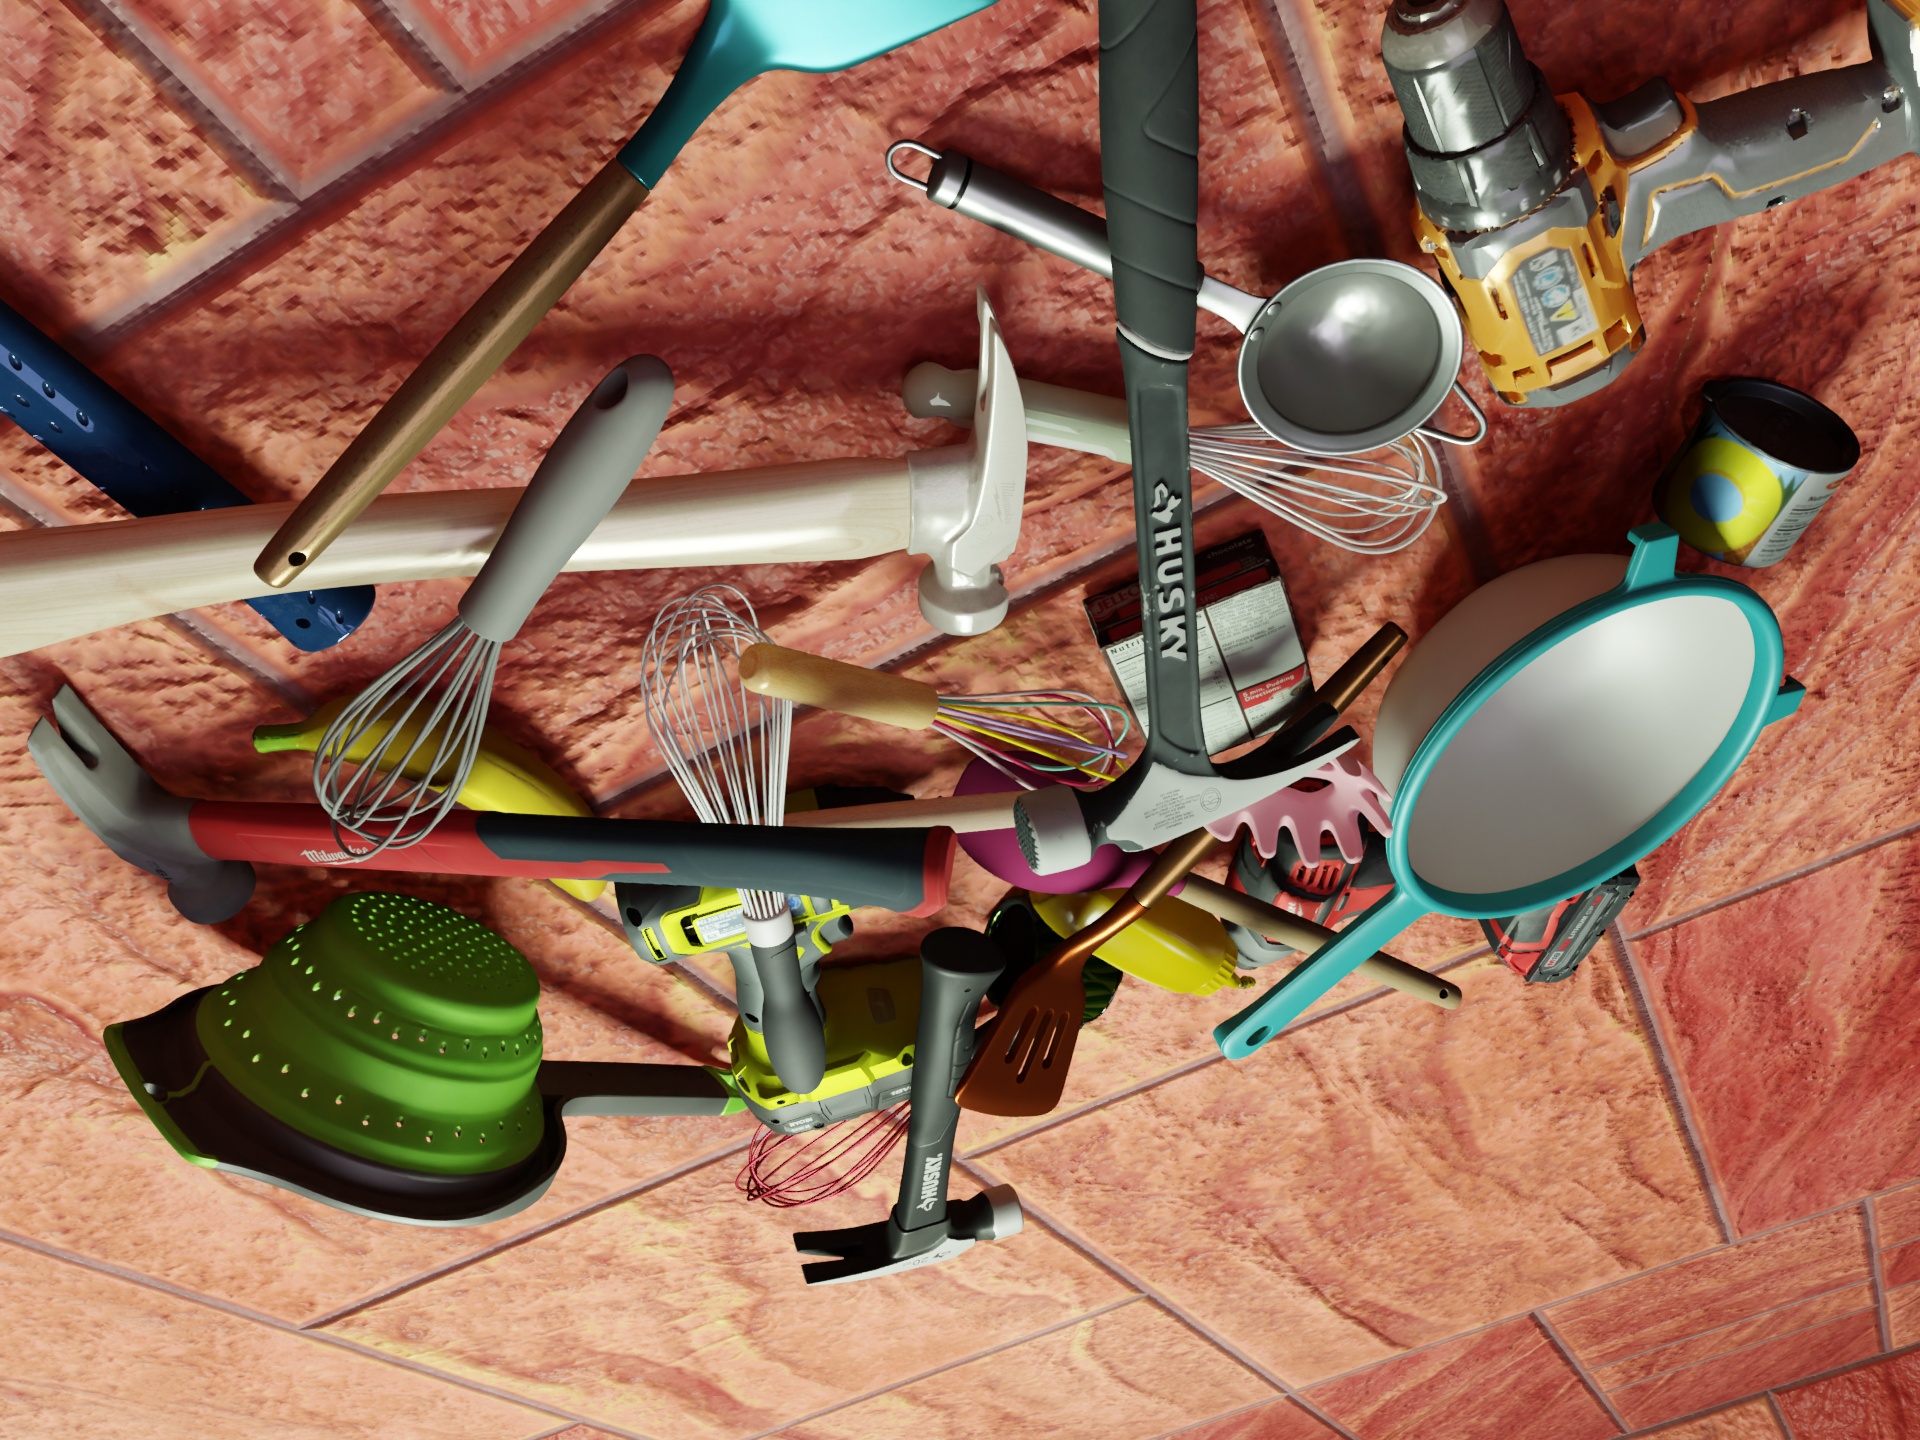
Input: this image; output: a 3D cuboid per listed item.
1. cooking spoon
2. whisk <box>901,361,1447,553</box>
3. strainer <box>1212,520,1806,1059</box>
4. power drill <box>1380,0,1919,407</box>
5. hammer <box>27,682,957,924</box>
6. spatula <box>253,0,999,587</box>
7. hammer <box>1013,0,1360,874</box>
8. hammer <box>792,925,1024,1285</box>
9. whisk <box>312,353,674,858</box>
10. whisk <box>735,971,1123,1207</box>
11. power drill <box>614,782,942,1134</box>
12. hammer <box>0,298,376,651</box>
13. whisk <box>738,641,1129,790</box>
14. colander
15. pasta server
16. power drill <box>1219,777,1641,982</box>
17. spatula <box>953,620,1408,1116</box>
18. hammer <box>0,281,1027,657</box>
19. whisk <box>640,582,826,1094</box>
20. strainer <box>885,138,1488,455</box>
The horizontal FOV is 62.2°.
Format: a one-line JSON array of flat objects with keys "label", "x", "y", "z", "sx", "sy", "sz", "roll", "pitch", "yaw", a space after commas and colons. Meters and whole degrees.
[{"label": "cooking spoon", "x": 0.138, "y": 0.095, "z": 0.842, "sx": 0.318, "sy": 0.017, "sz": 0.069, "roll": 23, "pitch": 89, "yaw": -17}, {"label": "whisk", "x": 0.094, "y": -0.113, "z": 0.657, "sx": 0.246, "sy": 0.058, "sz": 0.059, "roll": 8, "pitch": 100, "yaw": -17}, {"label": "strainer", "x": 0.241, "y": 0.036, "z": 0.804, "sx": 0.340, "sy": 0.095, "sz": 0.210, "roll": -45, "pitch": 134, "yaw": 18}, {"label": "power drill", "x": 0.266, "y": -0.223, "z": 0.552, "sx": 0.226, "sy": 0.084, "sz": 0.185, "roll": -25, "pitch": 139, "yaw": 21}, {"label": "hammer", "x": -0.195, "y": 0.044, "z": 0.676, "sx": 0.386, "sy": 0.038, "sz": 0.143, "roll": 1, "pitch": 142, "yaw": 12}, {"label": "spatula", "x": -0.121, "y": -0.154, "z": 0.513, "sx": 0.317, "sy": 0.044, "sz": 0.082, "roll": -45, "pitch": 137, "yaw": 7}, {"label": "hammer", "x": 0.077, "y": -0.120, "z": 0.575, "sx": 0.149, "sy": 0.036, "sz": 0.408, "roll": -14, "pitch": 126, "yaw": -10}, {"label": "hammer", "x": -0.020, "y": 0.226, "z": 0.904, "sx": 0.146, "sy": 0.035, "sz": 0.334, "roll": -11, "pitch": 139, "yaw": -16}, {"label": "whisk", "x": -0.168, "y": -0.035, "z": 0.567, "sx": 0.055, "sy": 0.055, "sz": 0.239, "roll": 22, "pitch": 122, "yaw": -34}, {"label": "whisk", "x": -0.023, "y": 0.229, "z": 1.014, "sx": 0.296, "sy": 0.073, "sz": 0.073, "roll": -33, "pitch": 137, "yaw": 12}, {"label": "power drill", "x": -0.073, "y": 0.127, "z": 0.866, "sx": 0.171, "sy": 0.080, "sz": 0.223, "roll": -16, "pitch": 137, "yaw": -3}, {"label": "hammer", "x": -0.348, "y": -0.146, "z": 0.504, "sx": 0.144, "sy": 0.035, "sz": 0.405, "roll": -25, "pitch": 139, "yaw": 13}, {"label": "whisk", "x": 0.000, "y": -0.002, "z": 0.722, "sx": 0.051, "sy": 0.047, "sz": 0.244, "roll": -35, "pitch": 149, "yaw": 32}, {"label": "colander", "x": -0.229, "y": 0.164, "z": 0.845, "sx": 0.396, "sy": 0.205, "sz": 0.094, "roll": 19, "pitch": 101, "yaw": -54}, {"label": "pasta server", "x": 0.038, "y": 0.045, "z": 0.746, "sx": 0.316, "sy": 0.040, "sz": 0.060, "roll": -6, "pitch": 129, "yaw": 9}, {"label": "power drill", "x": 0.260, "y": 0.097, "z": 0.923, "sx": 0.219, "sy": 0.079, "sz": 0.143, "roll": 1, "pitch": 137, "yaw": -11}, {"label": "spatula", "x": 0.111, "y": 0.078, "z": 0.792, "sx": 0.081, "sy": 0.041, "sz": 0.322, "roll": 21, "pitch": 117, "yaw": -44}, {"label": "hammer", "x": -0.178, "y": -0.076, "z": 0.581, "sx": 0.410, "sy": 0.038, "sz": 0.146, "roll": -6, "pitch": 138, "yaw": -10}, {"label": "whisk", "x": -0.096, "y": 0.068, "z": 0.737, "sx": 0.070, "sy": 0.070, "sz": 0.284, "roll": -10, "pitch": 120, "yaw": -4}, {"label": "strainer", "x": 0.090, "y": -0.164, "z": 0.596, "sx": 0.258, "sy": 0.050, "sz": 0.086, "roll": 17, "pitch": 131, "yaw": -21}]
